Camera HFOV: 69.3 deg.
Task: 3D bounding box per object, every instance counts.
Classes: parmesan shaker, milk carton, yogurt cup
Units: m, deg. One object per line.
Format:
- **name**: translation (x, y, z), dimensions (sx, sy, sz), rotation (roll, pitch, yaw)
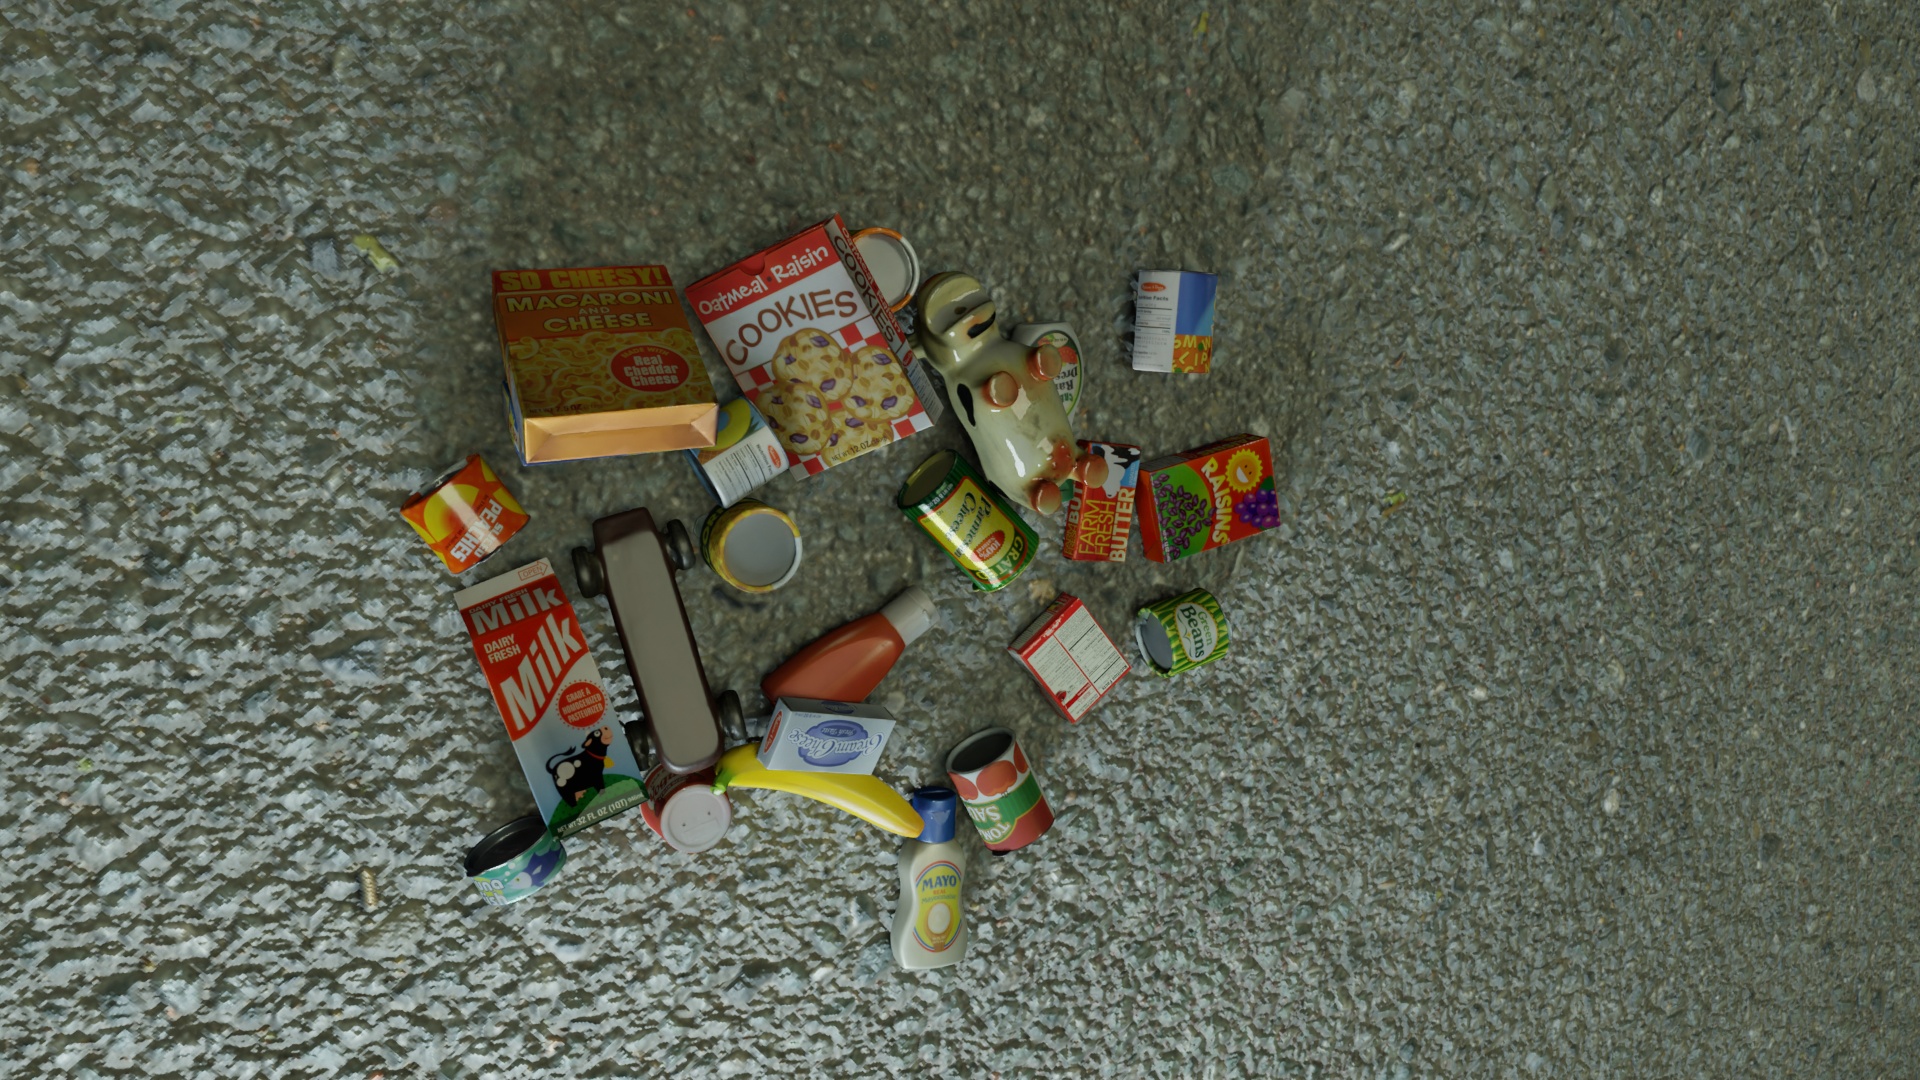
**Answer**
- **parmesan shaker**: translation (0.004, -0.014, 1.118), dimensions (0.103, 0.071, 0.071), rotation (45, 80, -23)
- **milk carton**: translation (-0.291, 0.111, 0.985), dimensions (0.072, 0.073, 0.190), rotation (-23, 85, -20)
- **yogurt cup**: translation (-0.208, 0.204, 1.065), dimensions (0.072, 0.054, 0.072), rotation (-4, 101, -23)

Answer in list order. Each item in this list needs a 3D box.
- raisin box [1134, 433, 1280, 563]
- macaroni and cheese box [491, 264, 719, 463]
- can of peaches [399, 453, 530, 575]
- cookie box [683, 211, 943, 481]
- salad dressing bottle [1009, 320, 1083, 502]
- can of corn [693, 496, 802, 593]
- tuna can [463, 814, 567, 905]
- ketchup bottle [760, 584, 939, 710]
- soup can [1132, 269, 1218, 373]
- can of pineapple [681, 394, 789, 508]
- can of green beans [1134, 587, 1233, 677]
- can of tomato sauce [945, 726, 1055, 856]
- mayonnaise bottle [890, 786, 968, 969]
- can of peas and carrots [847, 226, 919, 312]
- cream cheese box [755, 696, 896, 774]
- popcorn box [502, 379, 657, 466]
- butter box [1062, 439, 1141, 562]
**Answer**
- **raisin box**: translation (0.216, -0.038, 1.222), dimensions (0.124, 0.040, 0.086), rotation (-17, 104, -19)
- **macaroni and cheese box**: translation (-0.244, -0.123, 0.939), dimensions (0.124, 0.167, 0.040), rotation (-7, 135, -22)
- **can of peaches**: translation (-0.342, -0.018, 0.960), dimensions (0.071, 0.071, 0.058), rotation (-39, 111, -13)
- **cookie box**: translation (-0.107, -0.140, 1.025), dimensions (0.123, 0.040, 0.167), rotation (-21, 112, 22)
- **salad dressing bottle**: translation (0.072, -0.106, 1.144), dimensions (0.064, 0.044, 0.147), rotation (-9, 102, -21)
- **can of corn**: translation (-0.161, 0.002, 1.050), dimensions (0.071, 0.058, 0.071), rotation (-4, 100, -24)
- **tuna can**: translation (-0.324, 0.234, 1.010), dimensions (0.071, 0.071, 0.032), rotation (-28, 110, -17)
- **ketchup bottle**: translation (-0.084, 0.094, 1.108), dimensions (0.149, 0.043, 0.064), rotation (-38, 119, -14)
- **soup can**: translation (0.182, -0.184, 1.169), dimensions (0.071, 0.071, 0.083), rotation (-1, 100, -24)
- **can of pineapple**: translation (-0.170, -0.066, 1.033), dimensions (0.058, 0.071, 0.071), rotation (-34, 111, -15)
- **can of green beans**: translation (0.194, 0.081, 1.216), dimensions (0.058, 0.071, 0.071), rotation (-17, 105, -20)
- **can of tomato sauce**: translation (0.032, 0.210, 1.165), dimensions (0.071, 0.071, 0.083), rotation (-31, 109, -16)
- **mayonnaise bottle**: translation (-0.024, 0.282, 1.166), dimensions (0.065, 0.041, 0.147), rotation (-2, 100, -22)
- **can of peas and carrots**: translation (-0.074, -0.203, 1.056), dimensions (0.071, 0.059, 0.070), rotation (-4, 100, -23)
- **cream cheese box**: translation (-0.104, 0.152, 1.076), dimensions (0.104, 0.024, 0.053), rotation (11, 108, -42)
- **popcorn box**: translation (-0.252, -0.090, 0.978), dimensions (0.127, 0.085, 0.038), rotation (-8, 115, -23)
- **butter box**: translation (0.121, -0.033, 1.188), dimensions (0.053, 0.024, 0.103), rotation (5, 96, -25)
